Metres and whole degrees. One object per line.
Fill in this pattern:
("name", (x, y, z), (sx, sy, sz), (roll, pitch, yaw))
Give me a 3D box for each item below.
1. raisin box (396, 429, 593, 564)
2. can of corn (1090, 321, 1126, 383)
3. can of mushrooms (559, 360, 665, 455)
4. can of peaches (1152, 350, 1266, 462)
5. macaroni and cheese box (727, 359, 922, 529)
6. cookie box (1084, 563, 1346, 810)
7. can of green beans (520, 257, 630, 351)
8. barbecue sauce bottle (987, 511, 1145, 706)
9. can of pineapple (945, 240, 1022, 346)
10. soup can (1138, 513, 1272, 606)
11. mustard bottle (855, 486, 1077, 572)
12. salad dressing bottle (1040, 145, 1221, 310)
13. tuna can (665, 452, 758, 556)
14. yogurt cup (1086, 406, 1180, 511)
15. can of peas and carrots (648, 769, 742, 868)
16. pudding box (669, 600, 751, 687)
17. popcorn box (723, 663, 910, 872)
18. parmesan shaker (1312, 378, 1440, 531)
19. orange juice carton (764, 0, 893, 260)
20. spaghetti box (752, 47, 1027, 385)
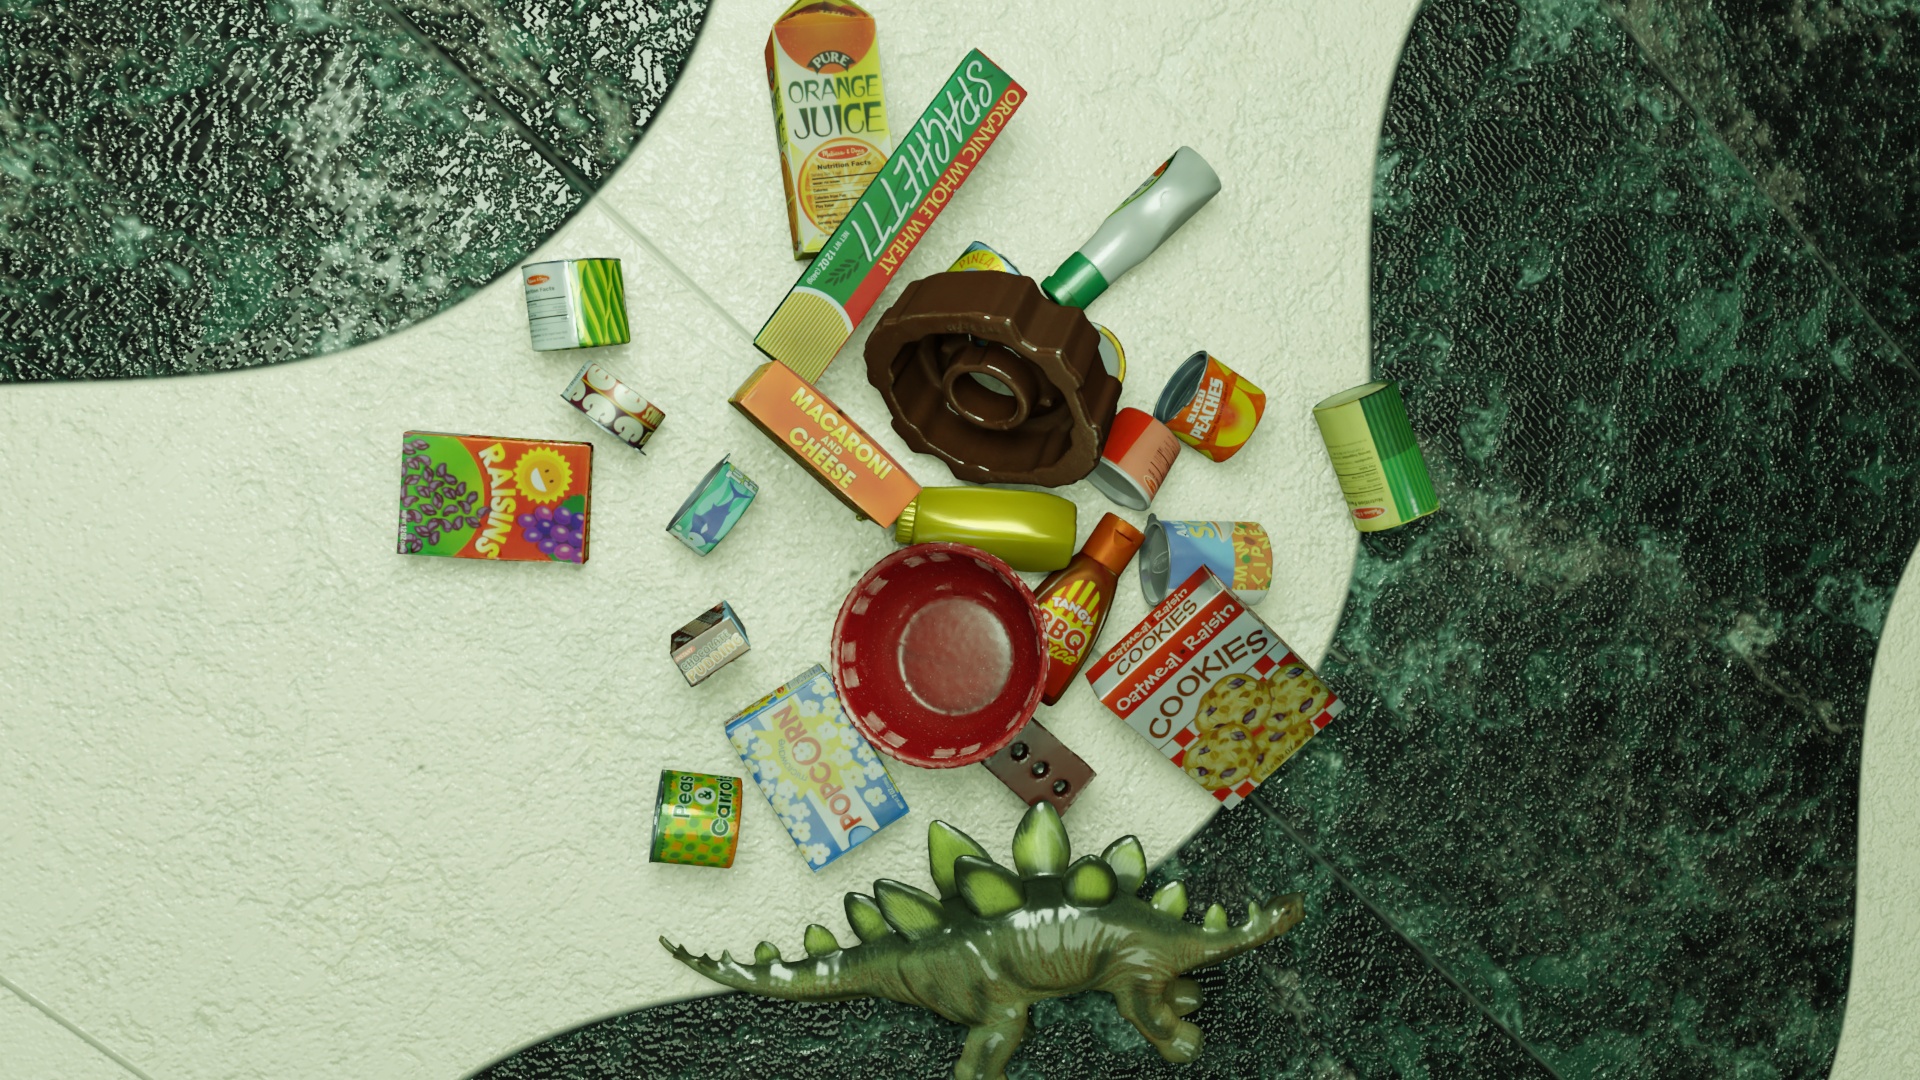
("raisin box", (-0.319, -0.029, 0.960), (0.123, 0.040, 0.086), (3, 94, -11))
("can of corn", (0.084, -0.126, 1.026), (0.071, 0.058, 0.071), (-1, 96, -11))
("can of mushrooms", (-0.237, -0.091, 0.957), (0.071, 0.071, 0.033), (37, 87, -13))
("can of peaches", (0.188, -0.099, 1.044), (0.058, 0.071, 0.071), (32, 89, -14))
("macaroni and cheese box", (-0.096, -0.068, 0.938), (0.123, 0.166, 0.040), (41, 86, -13))
("cookie box", (0.193, 0.113, 1.047), (0.123, 0.040, 0.167), (-44, 119, 9))
("can of green beans", (-0.261, -0.160, 0.946), (0.071, 0.071, 0.057), (-7, 98, -11))
("barbecue sauce bottle", (0.084, 0.049, 1.050), (0.065, 0.043, 0.148), (34, 87, -5))
("can of pineapple", (0.014, -0.174, 1.002), (0.071, 0.071, 0.058), (43, 86, -12))
("soup can", (0.186, 0.015, 1.057), (0.084, 0.071, 0.071), (0, 95, -12))
("mustard bottle", (0.004, -0.013, 1.018), (0.160, 0.065, 0.049), (8, 62, -3))
("salad dressing bottle", (0.124, -0.226, 1.026), (0.147, 0.064, 0.044), (-43, 94, 2))
("tuna can", (-0.173, -0.025, 0.977), (0.033, 0.071, 0.071), (40, 87, -14))
("yogurt cup", (0.128, -0.063, 1.040), (0.072, 0.072, 0.054), (41, 79, -13))
("can of peas and carrots", (-0.189, 0.198, 0.993), (0.059, 0.071, 0.071), (8, 94, -13))
("pudding box", (-0.176, 0.071, 0.977), (0.050, 0.084, 0.030), (-33, 101, -7))
("popcorn box", (-0.106, 0.166, 1.024), (0.085, 0.038, 0.126), (-32, 100, -9))
("parmesan shaker", (0.324, -0.067, 1.076), (0.071, 0.071, 0.103), (-23, 99, -9))
("orange juice carton", (-0.092, -0.297, 0.966), (0.073, 0.072, 0.192), (-9, 97, -11))
("spaghetti box", (-0.047, -0.217, 0.931), (0.050, 0.029, 0.250), (37, 88, -14))
